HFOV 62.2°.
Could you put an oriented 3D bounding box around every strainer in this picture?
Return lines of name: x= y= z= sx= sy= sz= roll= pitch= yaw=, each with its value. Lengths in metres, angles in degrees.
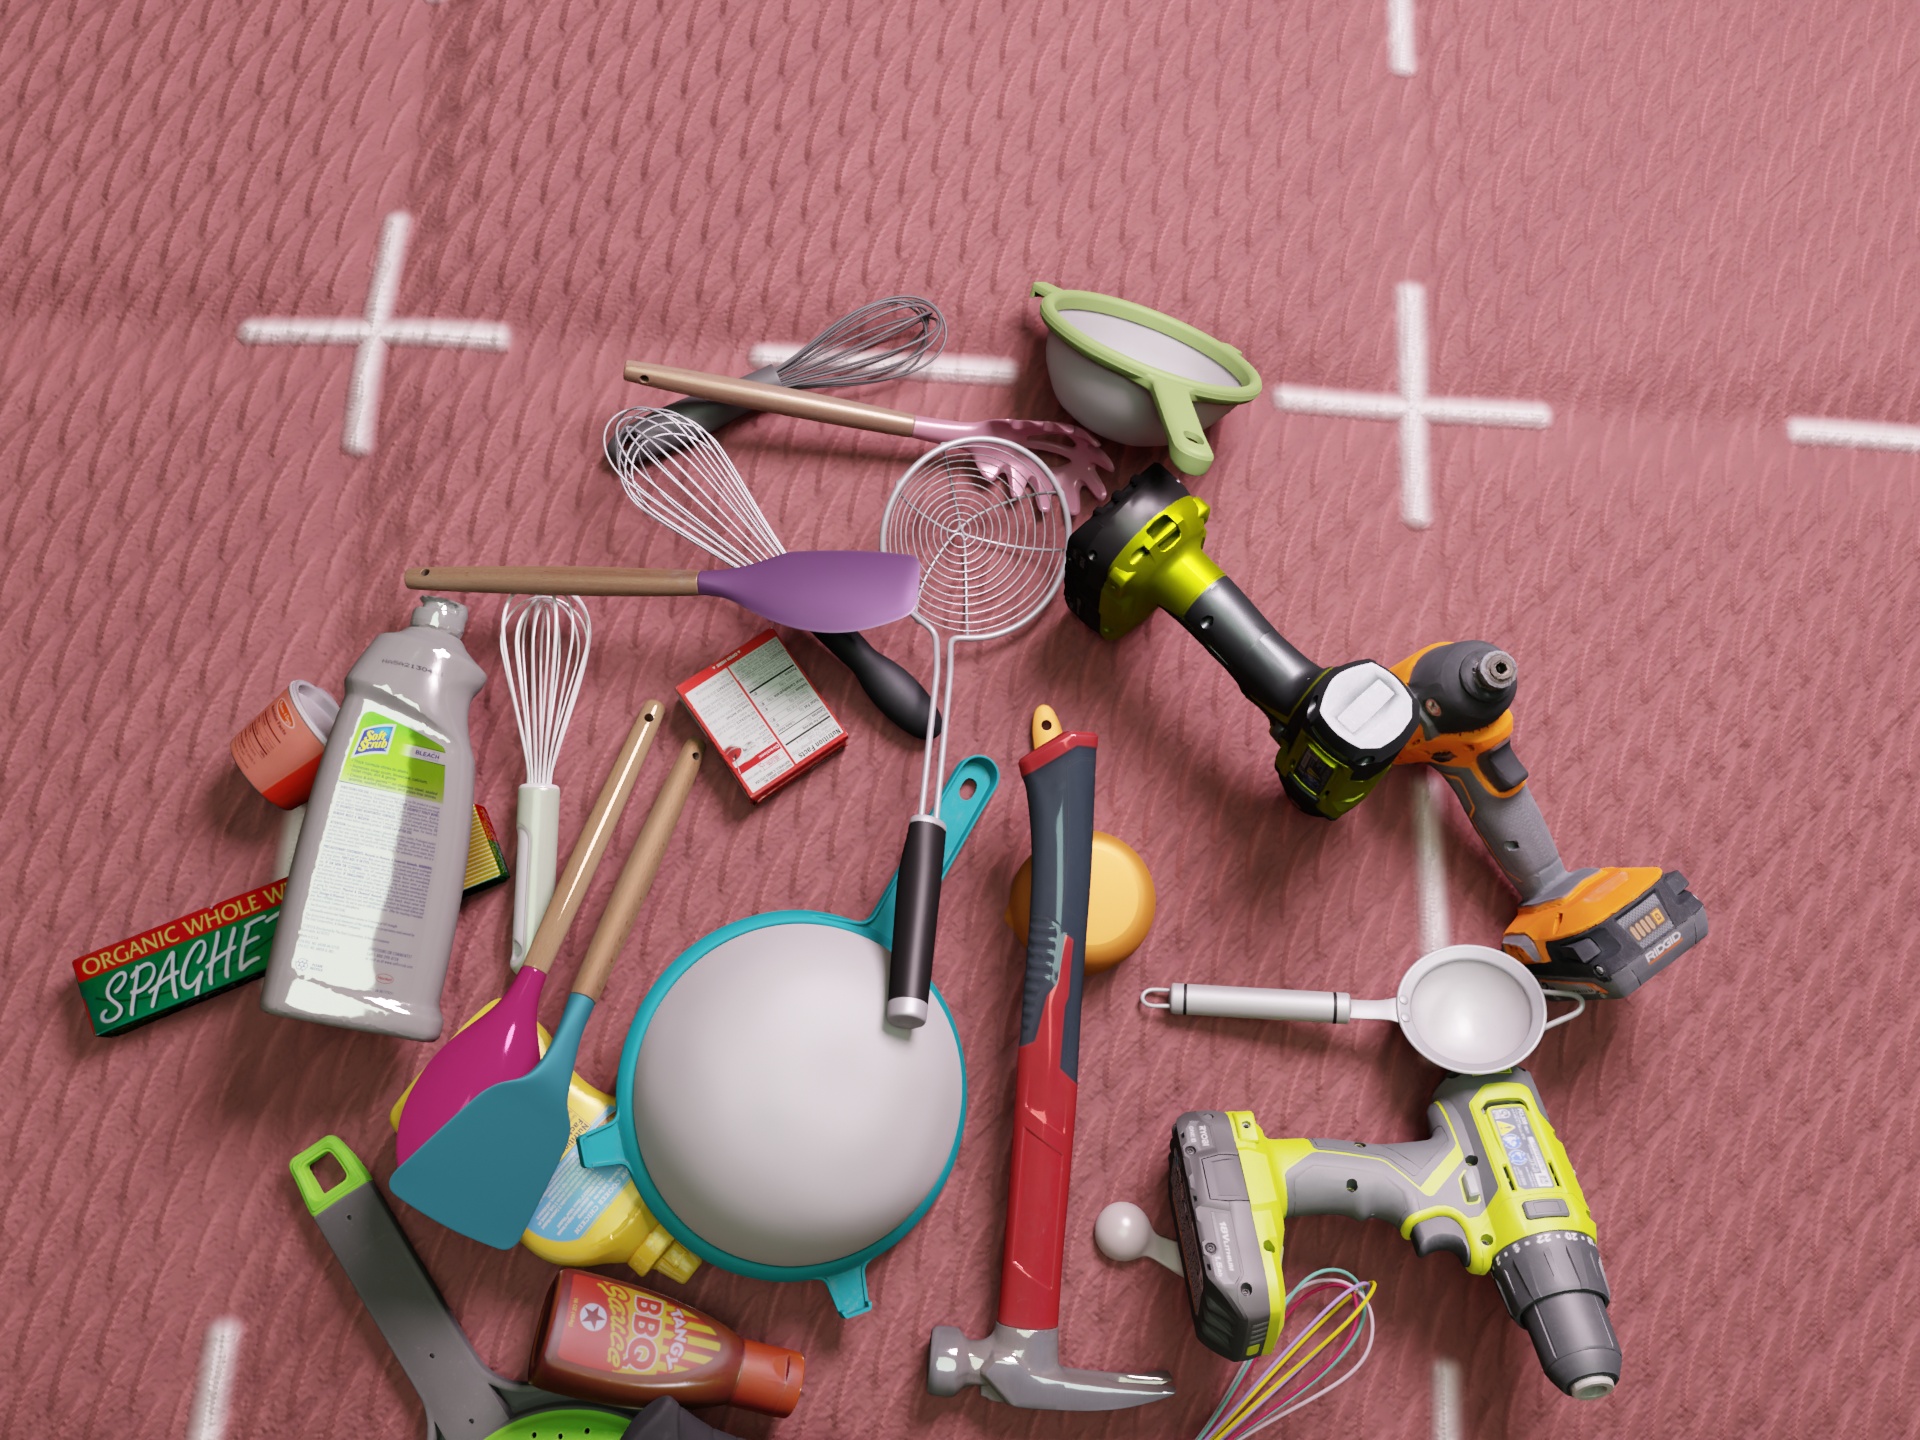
strainer: x=0.115 y=-0.189 z=0.982 sx=0.151 sy=0.257 sz=0.069 roll=15 pitch=121 yaw=-12
strainer: x=-0.051 y=0.156 z=0.915 sx=0.211 sy=0.095 sz=0.340 roll=34 pitch=69 yaw=-11
strainer: x=0.239 y=0.175 z=0.965 sx=0.258 sy=0.050 sz=0.087 roll=2 pitch=51 yaw=9

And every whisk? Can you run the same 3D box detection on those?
whisk: x=-0.114 y=-0.092 z=1.001 sx=0.284 sy=0.070 sz=0.070 roll=45 pitch=78 yaw=-3
whisk: x=-0.258 y=0.033 z=0.974 sx=0.059 sy=0.058 sz=0.246 roll=7 pitch=79 yaw=-38
whisk: x=-0.119 y=-0.219 z=1.042 sx=0.239 sy=0.055 sz=0.055 roll=-24 pitch=80 yaw=-4
whisk: x=0.151 y=0.407 z=0.914 sx=0.245 sy=0.047 sz=0.051 roll=-42 pitch=106 yaw=-7

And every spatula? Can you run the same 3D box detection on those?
spatula: x=-0.215 y=0.139 z=0.918 sx=0.082 sy=0.044 sz=0.318 roll=40 pitch=50 yaw=-28
spatula: x=-0.182 y=-0.081 z=0.955 sx=0.316 sy=0.018 sz=0.060 roll=2 pitch=60 yaw=6

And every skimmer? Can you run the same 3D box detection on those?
skimmer: x=-0.001 y=-0.003 z=0.935 sx=0.127 sy=0.090 sz=0.364 roll=19 pitch=55 yaw=-21

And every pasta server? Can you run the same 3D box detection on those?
pasta server: x=-0.057 y=-0.190 z=1.018 sx=0.316 sy=0.060 sz=0.040 roll=9 pitch=37 yaw=-10

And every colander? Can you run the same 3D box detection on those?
colander: x=-0.263 y=0.401 z=0.863 sx=0.204 sy=0.094 sz=0.397 roll=-34 pitch=82 yaw=-10

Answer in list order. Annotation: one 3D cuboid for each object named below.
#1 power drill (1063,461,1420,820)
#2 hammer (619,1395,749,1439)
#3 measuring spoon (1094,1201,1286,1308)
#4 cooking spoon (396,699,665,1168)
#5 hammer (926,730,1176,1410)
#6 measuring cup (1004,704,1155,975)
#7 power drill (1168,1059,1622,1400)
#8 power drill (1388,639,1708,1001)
power drill: x=0.167 y=-0.037 z=0.964 sx=0.080 sy=0.171 sz=0.223 roll=-41 pitch=74 yaw=-11
hammer: x=-0.026 y=0.438 z=0.863 sx=0.334 sy=0.035 sz=0.146 roll=18 pitch=90 yaw=-6
measuring spoon: x=0.139 y=0.324 z=0.946 sx=0.124 sy=0.018 sz=0.034 roll=25 pitch=77 yaw=1
cooking spoon: x=-0.239 y=0.123 z=0.930 sx=0.068 sy=0.017 sz=0.319 roll=22 pitch=63 yaw=-5
hammer: x=0.066 y=0.200 z=0.922 sx=0.143 sy=0.038 sz=0.386 roll=5 pitch=88 yaw=-1
measuring cup: x=0.069 y=0.070 z=0.981 sx=0.095 sy=0.052 sz=0.174 roll=-9 pitch=80 yaw=-6
power drill: x=0.243 y=0.291 z=0.897 sx=0.228 sy=0.080 sz=0.191 roll=-4 pitch=43 yaw=-2
power drill: x=0.336 y=0.053 z=0.949 sx=0.084 sy=0.164 sz=0.226 roll=-33 pitch=83 yaw=-11
